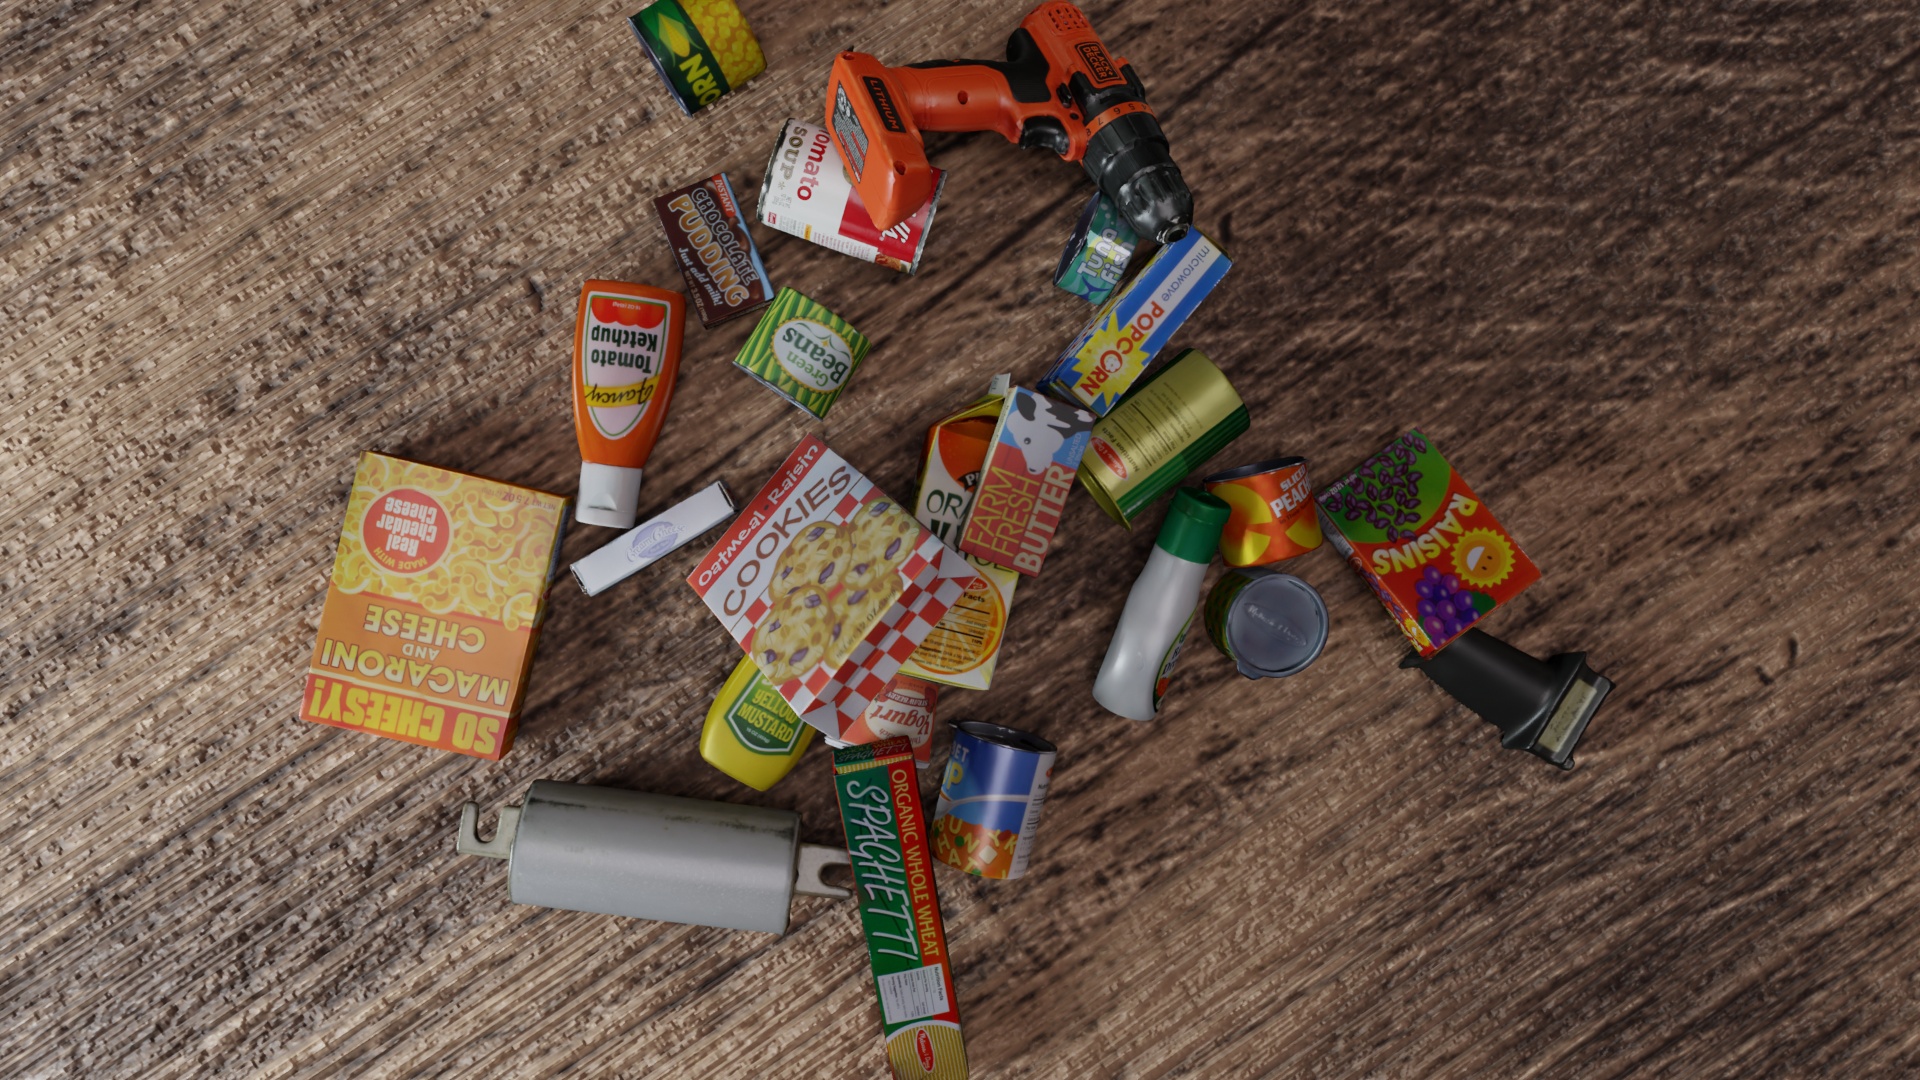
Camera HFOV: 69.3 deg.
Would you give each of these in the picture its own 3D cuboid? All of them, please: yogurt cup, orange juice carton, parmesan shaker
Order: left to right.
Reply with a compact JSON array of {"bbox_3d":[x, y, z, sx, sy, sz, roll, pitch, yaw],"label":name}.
[{"bbox_3d":[-0.046,0.109,0.874,0.072,0.072,0.054,15,84,-6],"label":"yogurt cup"},{"bbox_3d":[0.003,-0.011,0.867,0.073,0.072,0.192,14,92,-6],"label":"orange juice carton"},{"bbox_3d":[0.125,-0.064,0.878,0.103,0.071,0.071,-37,96,-3],"label":"parmesan shaker"}]

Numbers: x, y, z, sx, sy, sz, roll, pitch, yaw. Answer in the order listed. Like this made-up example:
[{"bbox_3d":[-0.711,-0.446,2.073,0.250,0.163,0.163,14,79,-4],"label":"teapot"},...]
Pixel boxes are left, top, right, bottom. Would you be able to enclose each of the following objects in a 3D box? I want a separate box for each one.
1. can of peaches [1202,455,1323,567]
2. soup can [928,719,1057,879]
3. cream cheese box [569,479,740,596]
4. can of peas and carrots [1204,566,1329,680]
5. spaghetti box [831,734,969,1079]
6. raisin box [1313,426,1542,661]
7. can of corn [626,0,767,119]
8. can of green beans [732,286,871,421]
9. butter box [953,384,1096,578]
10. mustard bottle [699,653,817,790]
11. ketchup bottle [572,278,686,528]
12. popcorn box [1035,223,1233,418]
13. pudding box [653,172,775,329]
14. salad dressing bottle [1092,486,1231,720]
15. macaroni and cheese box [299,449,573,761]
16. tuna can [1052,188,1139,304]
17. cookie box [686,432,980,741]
[{"bbox_3d":[0.195,-0.019,0.886,0.071,0.071,0.058,-14,96,-4],"label":"can of peaches"},{"bbox_3d":[0.017,0.163,0.881,0.071,0.071,0.083,14,92,-6],"label":"soup can"},{"bbox_3d":[-0.186,-0.002,0.858,0.104,0.053,0.024,-31,93,-3],"label":"cream cheese box"},{"bbox_3d":[0.195,0.053,0.895,0.071,0.059,0.071,0,94,-5],"label":"can of peas and carrots"},{"bbox_3d":[-0.036,0.236,0.862,0.050,0.029,0.249,-11,112,-6],"label":"spaghetti box"},{"bbox_3d":[0.296,0.002,0.893,0.086,0.040,0.123,-35,75,-4],"label":"raisin box"},{"bbox_3d":[-0.157,-0.298,0.838,0.058,0.071,0.071,-33,96,-3],"label":"can of corn"},{"bbox_3d":[-0.097,-0.115,0.854,0.071,0.071,0.058,33,90,-6],"label":"can of green beans"},{"bbox_3d":[0.038,-0.035,0.819,0.053,0.024,0.103,19,91,-7],"label":"butter box"},{"bbox_3d":[-0.103,0.076,0.872,0.065,0.049,0.160,30,90,-10],"label":"mustard bottle"},{"bbox_3d":[-0.210,-0.083,0.857,0.065,0.043,0.148,8,93,-5],"label":"ketchup bottle"},{"bbox_3d":[0.106,-0.133,0.863,0.038,0.085,0.127,41,89,-7],"label":"popcorn box"},{"bbox_3d":[-0.152,-0.179,0.863,0.050,0.030,0.083,-21,95,-5],"label":"pudding box"},{"bbox_3d":[0.127,0.040,0.874,0.044,0.064,0.147,23,108,13],"label":"salad dressing bottle"},{"bbox_3d":[-0.320,0.039,0.854,0.124,0.040,0.166,14,91,-6],"label":"macaroni and cheese box"},{"bbox_3d":[0.087,-0.182,0.866,0.033,0.071,0.071,24,91,-7],"label":"tuna can"},{"bbox_3d":[-0.080,0.022,0.819,0.123,0.168,0.040,-50,132,-1],"label":"cookie box"}]
